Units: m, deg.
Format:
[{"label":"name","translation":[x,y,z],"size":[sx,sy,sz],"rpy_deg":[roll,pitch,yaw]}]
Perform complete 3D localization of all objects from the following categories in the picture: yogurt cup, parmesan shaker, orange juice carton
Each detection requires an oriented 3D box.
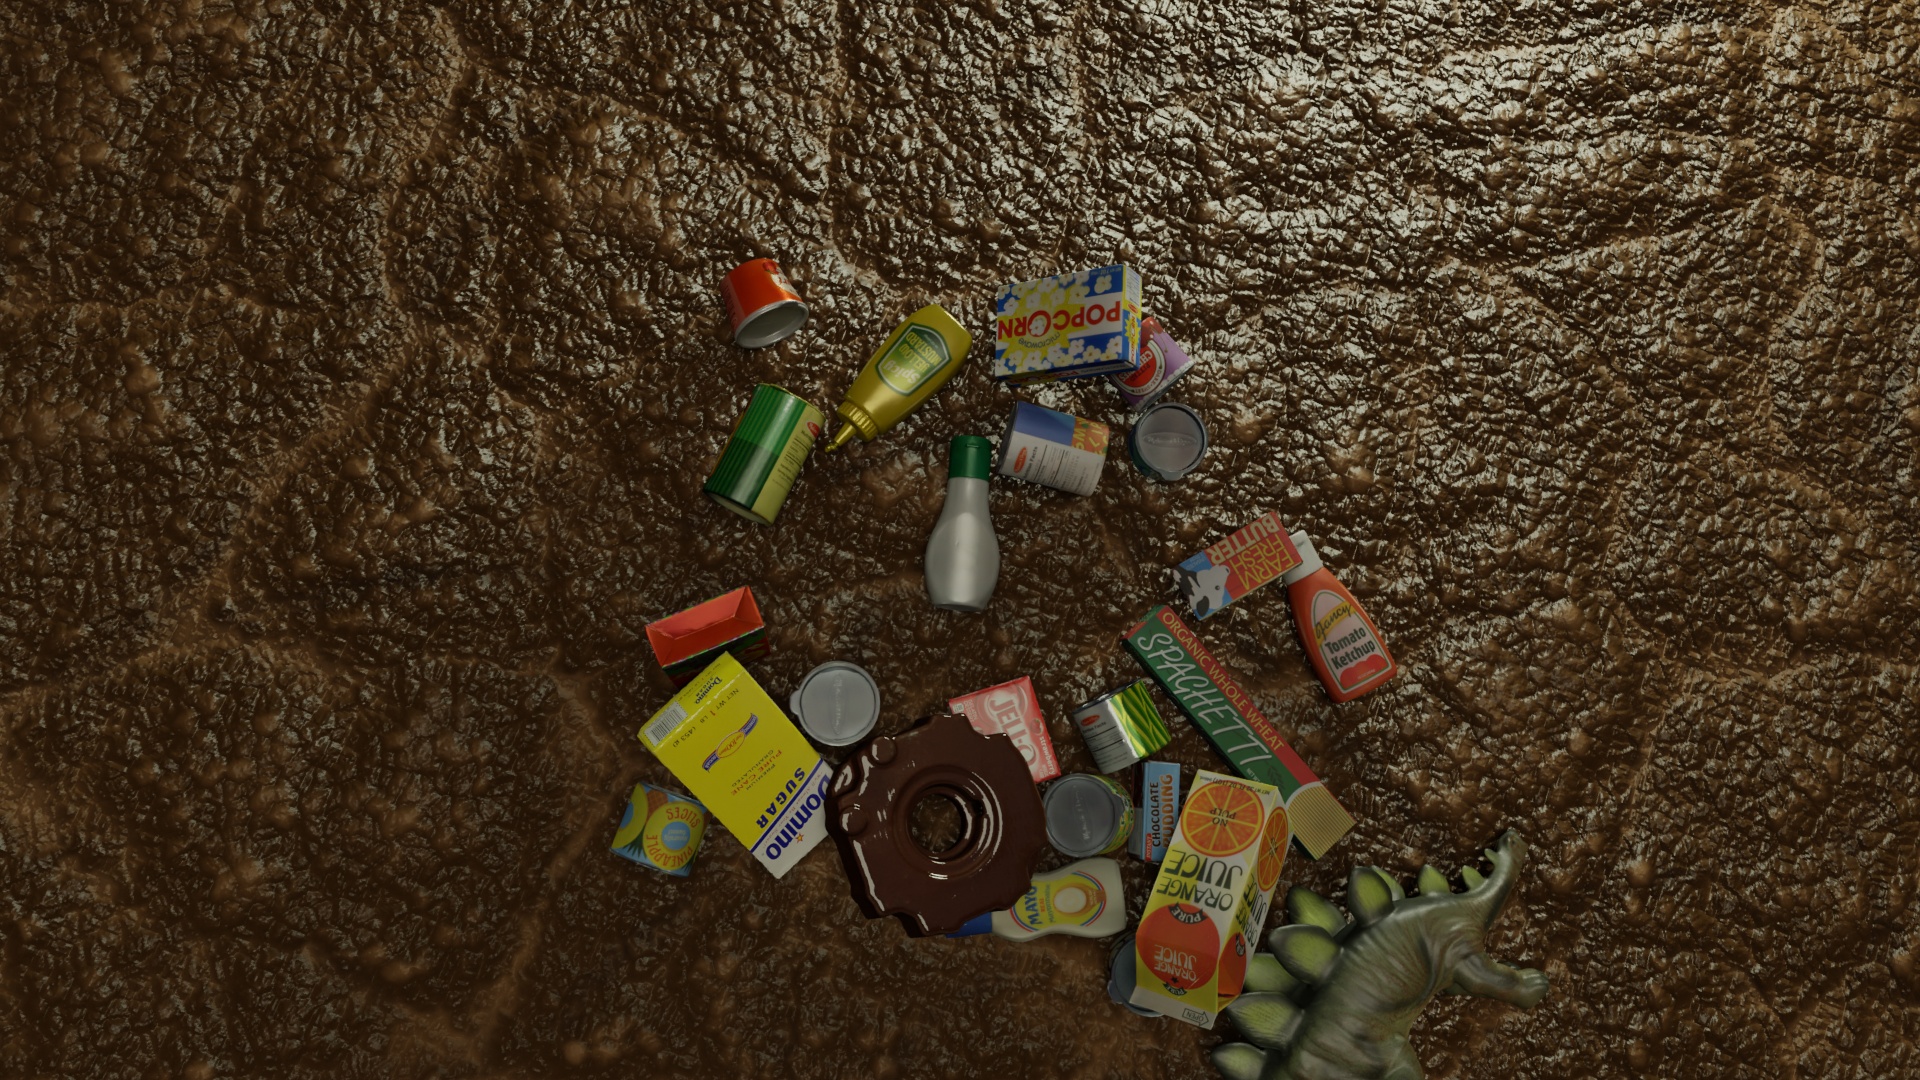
[{"label":"yogurt cup","translation":[-0.172,-0.205,1.195],"size":[0.072,0.072,0.054],"rpy_deg":[-24,76,-10]},{"label":"parmesan shaker","translation":[-0.166,-0.073,1.167],"size":[0.071,0.071,0.103],"rpy_deg":[26,79,-1]},{"label":"orange juice carton","translation":[0.198,0.288,1.105],"size":[0.072,0.072,0.193],"rpy_deg":[8,56,32]}]

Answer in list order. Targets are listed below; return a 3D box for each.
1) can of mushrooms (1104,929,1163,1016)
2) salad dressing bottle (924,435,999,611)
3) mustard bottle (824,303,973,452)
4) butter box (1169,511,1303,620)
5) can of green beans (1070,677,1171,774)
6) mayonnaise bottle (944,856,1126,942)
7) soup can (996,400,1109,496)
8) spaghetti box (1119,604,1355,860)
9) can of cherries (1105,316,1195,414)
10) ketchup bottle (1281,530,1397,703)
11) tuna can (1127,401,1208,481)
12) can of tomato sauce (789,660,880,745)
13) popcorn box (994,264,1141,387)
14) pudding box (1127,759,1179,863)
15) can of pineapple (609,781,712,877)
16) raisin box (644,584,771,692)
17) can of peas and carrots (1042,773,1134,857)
[{"label":"can of mushrooms","translation":[0.151,0.357,1.146],"size":[0.071,0.033,0.071],"rpy_deg":[1,81,-7]},{"label":"salad dressing bottle","translation":[0.004,-0.015,1.191],"size":[0.064,0.044,0.148],"rpy_deg":[6,79,-3]},{"label":"mustard bottle","translation":[-0.059,-0.132,1.200],"size":[0.065,0.048,0.160],"rpy_deg":[42,78,3]},{"label":"butter box","translation":[0.239,0.022,1.199],"size":[0.103,0.024,0.053],"rpy_deg":[-32,80,14]},{"label":"can of green beans","translation":[0.135,0.155,1.163],"size":[0.071,0.071,0.058],"rpy_deg":[-26,85,-10]},{"label":"mayonnaise bottle","translation":[0.059,0.300,1.142],"size":[0.148,0.041,0.065],"rpy_deg":[-5,77,-8]},{"label":"soup can","translation":[0.080,-0.081,1.200],"size":[0.084,0.071,0.071],"rpy_deg":[14,79,-5]},{"label":"spaghetti box","translation":[0.236,0.163,1.192],"size":[0.050,0.028,0.250],"rpy_deg":[-40,87,-12]},{"label":"can of cherries","translation":[0.162,-0.154,1.218],"size":[0.071,0.071,0.058],"rpy_deg":[-40,87,-11]},{"label":"ketchup bottle","translation":[0.318,0.064,1.211],"size":[0.065,0.043,0.149],"rpy_deg":[-27,83,-4]},{"label":"tuna can","translation":[0.183,-0.084,1.227],"size":[0.071,0.032,0.071],"rpy_deg":[1,80,-6]},{"label":"can of tomato sauce","translation":[-0.102,0.135,1.131],"size":[0.071,0.083,0.071],"rpy_deg":[1,80,-6]},{"label":"popcorn box","translation":[0.092,-0.184,1.197],"size":[0.126,0.038,0.085],"rpy_deg":[-4,79,33]},{"label":"pudding box","translation":[0.161,0.226,1.162],"size":[0.030,0.049,0.084],"rpy_deg":[5,80,-7]},{"label":"can of pineapple","translation":[-0.237,0.230,1.107],"size":[0.071,0.071,0.058],"rpy_deg":[21,79,-2]},{"label":"raisin box","translation":[-0.199,0.080,1.109],"size":[0.086,0.123,0.040],"rpy_deg":[-23,78,-10]},{"label":"can of peas and carrots","translation":[0.107,0.224,1.140],"size":[0.071,0.058,0.071],"rpy_deg":[-4,78,20]}]
